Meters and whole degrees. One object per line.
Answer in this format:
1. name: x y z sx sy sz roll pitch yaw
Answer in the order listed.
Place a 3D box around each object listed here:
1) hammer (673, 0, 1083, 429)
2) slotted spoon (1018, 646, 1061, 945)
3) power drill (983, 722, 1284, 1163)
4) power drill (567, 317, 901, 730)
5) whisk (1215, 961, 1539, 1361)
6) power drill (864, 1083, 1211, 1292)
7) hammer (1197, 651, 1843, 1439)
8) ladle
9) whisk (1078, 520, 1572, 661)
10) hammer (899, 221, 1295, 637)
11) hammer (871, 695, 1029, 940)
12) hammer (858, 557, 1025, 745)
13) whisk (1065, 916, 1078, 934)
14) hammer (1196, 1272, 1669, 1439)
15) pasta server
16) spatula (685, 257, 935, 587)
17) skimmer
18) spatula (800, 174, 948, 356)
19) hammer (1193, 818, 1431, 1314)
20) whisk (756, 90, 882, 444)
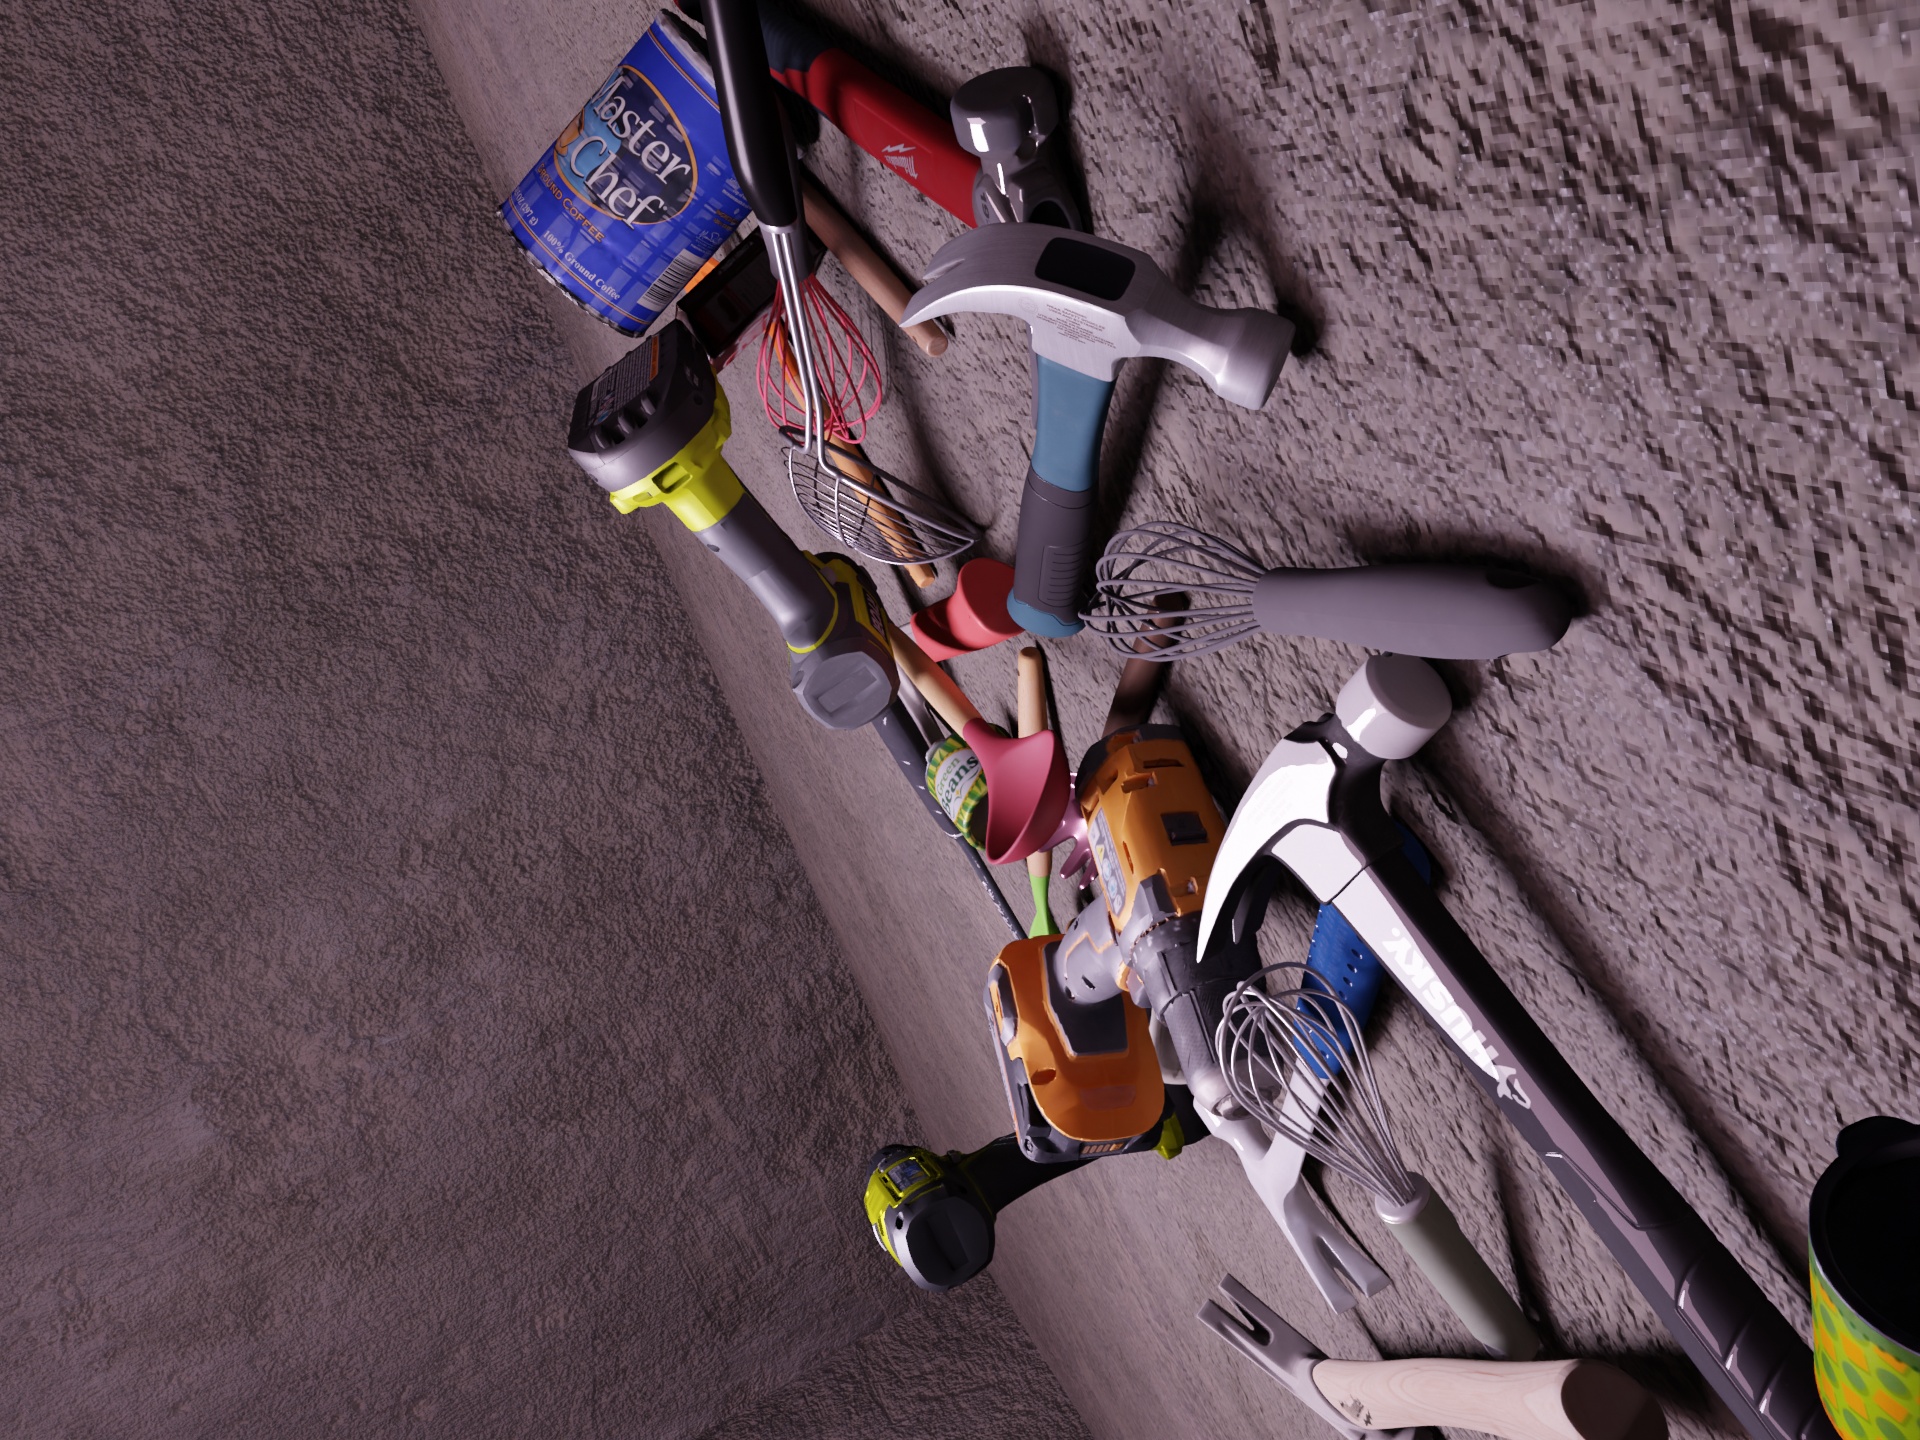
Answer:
1. hammer: -0.050 -0.276 0.738 0.387 0.038 0.143 51 165 44
2. slotted spoon: 0.051 0.079 1.015 0.070 0.031 0.313 -101 5 -49
3. power drill: 0.084 0.138 0.770 0.226 0.084 0.186 109 153 -49
4. power drill: -0.123 -0.114 0.926 0.223 0.080 0.171 51 -169 -29
5. whisk: 0.177 0.189 0.650 0.246 0.059 0.058 52 164 -24
6. power drill: 0.042 0.279 1.054 0.080 0.228 0.190 64 168 -3
7. hammer: 0.200 0.145 0.505 0.335 0.035 0.146 54 141 21
8. ladle: -0.001 -0.003 0.863 0.031 0.069 0.316 24 -169 -24
9. whisk: 0.110 -0.040 0.531 0.239 0.055 0.055 14 130 64
10. hammer: 0.043 -0.097 0.649 0.128 0.033 0.331 25 167 7
11. hammer: 0.004 0.092 1.173 0.408 0.036 0.149 60 168 -21
12. hammer: -0.009 -0.047 1.000 0.149 0.037 0.359 56 169 -6
13. whisk: 0.097 0.135 0.985 0.245 0.047 0.051 128 127 -81
14. hammer: 0.211 0.311 0.750 0.146 0.038 0.410 37 161 12
15. pasta server: 0.076 0.015 0.822 0.060 0.040 0.316 47 163 15
16. spatula: -0.110 -0.215 1.109 0.323 0.041 0.081 58 170 20
17. skimmer: -0.059 -0.211 0.790 0.127 0.090 0.362 36 154 30
18. spatula: -0.083 -0.288 0.897 0.316 0.018 0.059 54 177 38
19. hammer: 0.170 0.165 0.745 0.144 0.035 0.405 56 166 31
20. whisk: -0.089 -0.234 0.859 0.073 0.073 0.295 59 171 20
